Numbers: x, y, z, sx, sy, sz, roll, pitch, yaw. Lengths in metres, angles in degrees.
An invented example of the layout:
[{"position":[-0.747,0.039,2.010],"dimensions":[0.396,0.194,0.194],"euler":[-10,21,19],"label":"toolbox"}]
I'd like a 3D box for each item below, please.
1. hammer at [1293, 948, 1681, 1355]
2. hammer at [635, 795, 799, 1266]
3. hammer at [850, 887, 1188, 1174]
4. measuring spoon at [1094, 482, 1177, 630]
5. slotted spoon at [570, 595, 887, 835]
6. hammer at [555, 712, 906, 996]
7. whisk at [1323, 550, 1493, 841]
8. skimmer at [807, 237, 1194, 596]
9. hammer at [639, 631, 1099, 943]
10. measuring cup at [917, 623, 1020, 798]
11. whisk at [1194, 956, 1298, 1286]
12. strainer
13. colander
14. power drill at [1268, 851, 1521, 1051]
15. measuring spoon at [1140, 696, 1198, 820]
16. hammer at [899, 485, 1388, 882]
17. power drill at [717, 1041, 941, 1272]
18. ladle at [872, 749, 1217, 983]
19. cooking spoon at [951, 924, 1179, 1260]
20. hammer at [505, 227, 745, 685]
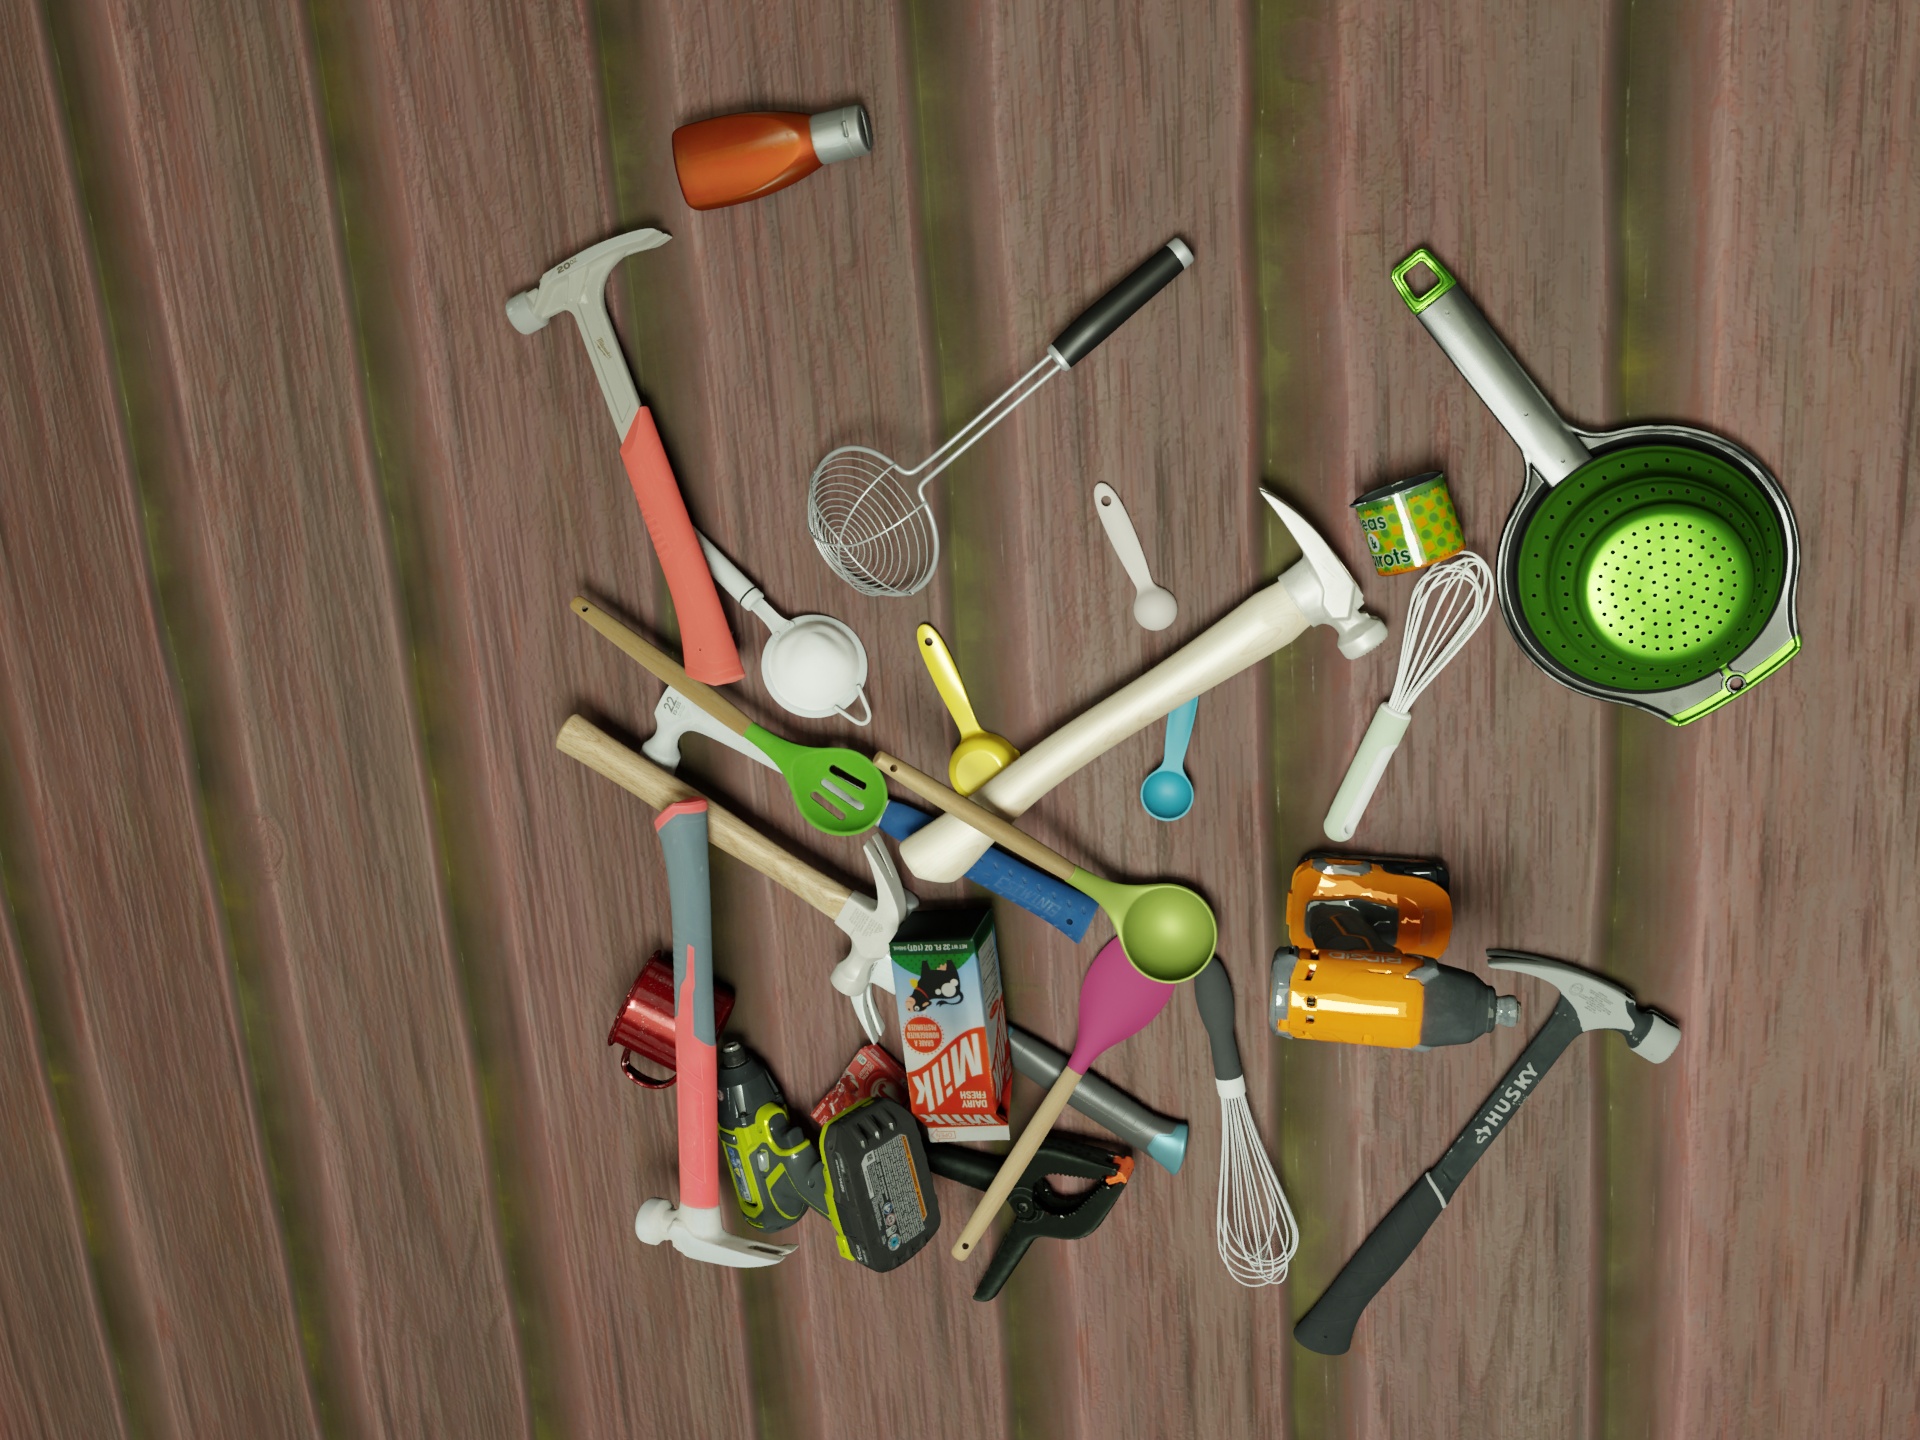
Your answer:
[{"position":[0.390,0.361,1.280],"dimensions":[0.149,0.036,0.409],"euler":[32,110,6],"label":"hammer"},{"position":[-0.205,0.256,1.304],"dimensions":[0.143,0.038,0.386],"euler":[3,98,25],"label":"hammer"},{"position":[0.051,0.278,1.346],"dimensions":[0.331,0.033,0.128],"euler":[32,109,5],"label":"hammer"},{"position":[0.131,-0.126,1.229],"dimensions":[0.034,0.018,0.124],"euler":[-23,97,19],"label":"measuring spoon"},{"position":[-0.192,-0.009,1.297],"dimensions":[0.314,0.031,0.070],"euler":[35,82,6],"label":"slotted spoon"},{"position":[-0.192,0.092,1.323],"dimensions":[0.331,0.031,0.130],"euler":[32,112,4],"label":"hammer"},{"position":[0.331,-0.014,1.194],"dimensions":[0.059,0.057,0.246],"euler":[42,121,42],"label":"whisk"},{"position":[0.030,-0.236,1.222],"dimensions":[0.363,0.090,0.127],"euler":[-39,90,10],"label":"skimmer"},{"position":[-0.070,0.068,1.321],"dimensions":[0.405,0.035,0.144],"euler":[27,109,6],"label":"hammer"},{"position":[-0.002,-0.004,1.287],"dimensions":[0.062,0.029,0.156],"euler":[-21,100,18],"label":"measuring cup"},{"position":[0.228,0.329,1.306],"dimensions":[0.070,0.070,0.284],"euler":[-9,97,16],"label":"whisk"},{"position":[-0.165,-0.093,1.296],"dimensions":[0.258,0.050,0.087],"euler":[44,74,8],"label":"strainer"},{"position":[0.431,-0.164,1.102],"dimensions":[0.204,0.094,0.397],"euler":[-38,93,20],"label":"colander"},{"position":[0.310,0.169,1.148],"dimensions":[0.164,0.226,0.084],"euler":[4,105,13],"label":"power drill"},{"position":[0.172,0.016,1.260],"dimensions":[0.042,0.021,0.128],"euler":[11,97,11],"label":"measuring spoon"},{"position":[0.116,-0.009,1.230],"dimensions":[0.410,0.038,0.146],"euler":[-35,97,14],"label":"hammer"},{"position":[-0.127,0.367,1.347],"dimensions":[0.223,0.080,0.171],"euler":[1,109,48],"label":"power drill"},{"position":[0.068,0.109,1.229],"dimensions":[0.320,0.062,0.078],"euler":[32,92,-20],"label":"ladle"},{"position":[0.081,0.310,1.312],"dimensions":[0.069,0.017,0.319],"euler":[32,93,2],"label":"cooking spoon"},{"position":[-0.240,-0.202,1.270],"dimensions":[0.149,0.036,0.359],"euler":[-21,89,19],"label":"hammer"}]
